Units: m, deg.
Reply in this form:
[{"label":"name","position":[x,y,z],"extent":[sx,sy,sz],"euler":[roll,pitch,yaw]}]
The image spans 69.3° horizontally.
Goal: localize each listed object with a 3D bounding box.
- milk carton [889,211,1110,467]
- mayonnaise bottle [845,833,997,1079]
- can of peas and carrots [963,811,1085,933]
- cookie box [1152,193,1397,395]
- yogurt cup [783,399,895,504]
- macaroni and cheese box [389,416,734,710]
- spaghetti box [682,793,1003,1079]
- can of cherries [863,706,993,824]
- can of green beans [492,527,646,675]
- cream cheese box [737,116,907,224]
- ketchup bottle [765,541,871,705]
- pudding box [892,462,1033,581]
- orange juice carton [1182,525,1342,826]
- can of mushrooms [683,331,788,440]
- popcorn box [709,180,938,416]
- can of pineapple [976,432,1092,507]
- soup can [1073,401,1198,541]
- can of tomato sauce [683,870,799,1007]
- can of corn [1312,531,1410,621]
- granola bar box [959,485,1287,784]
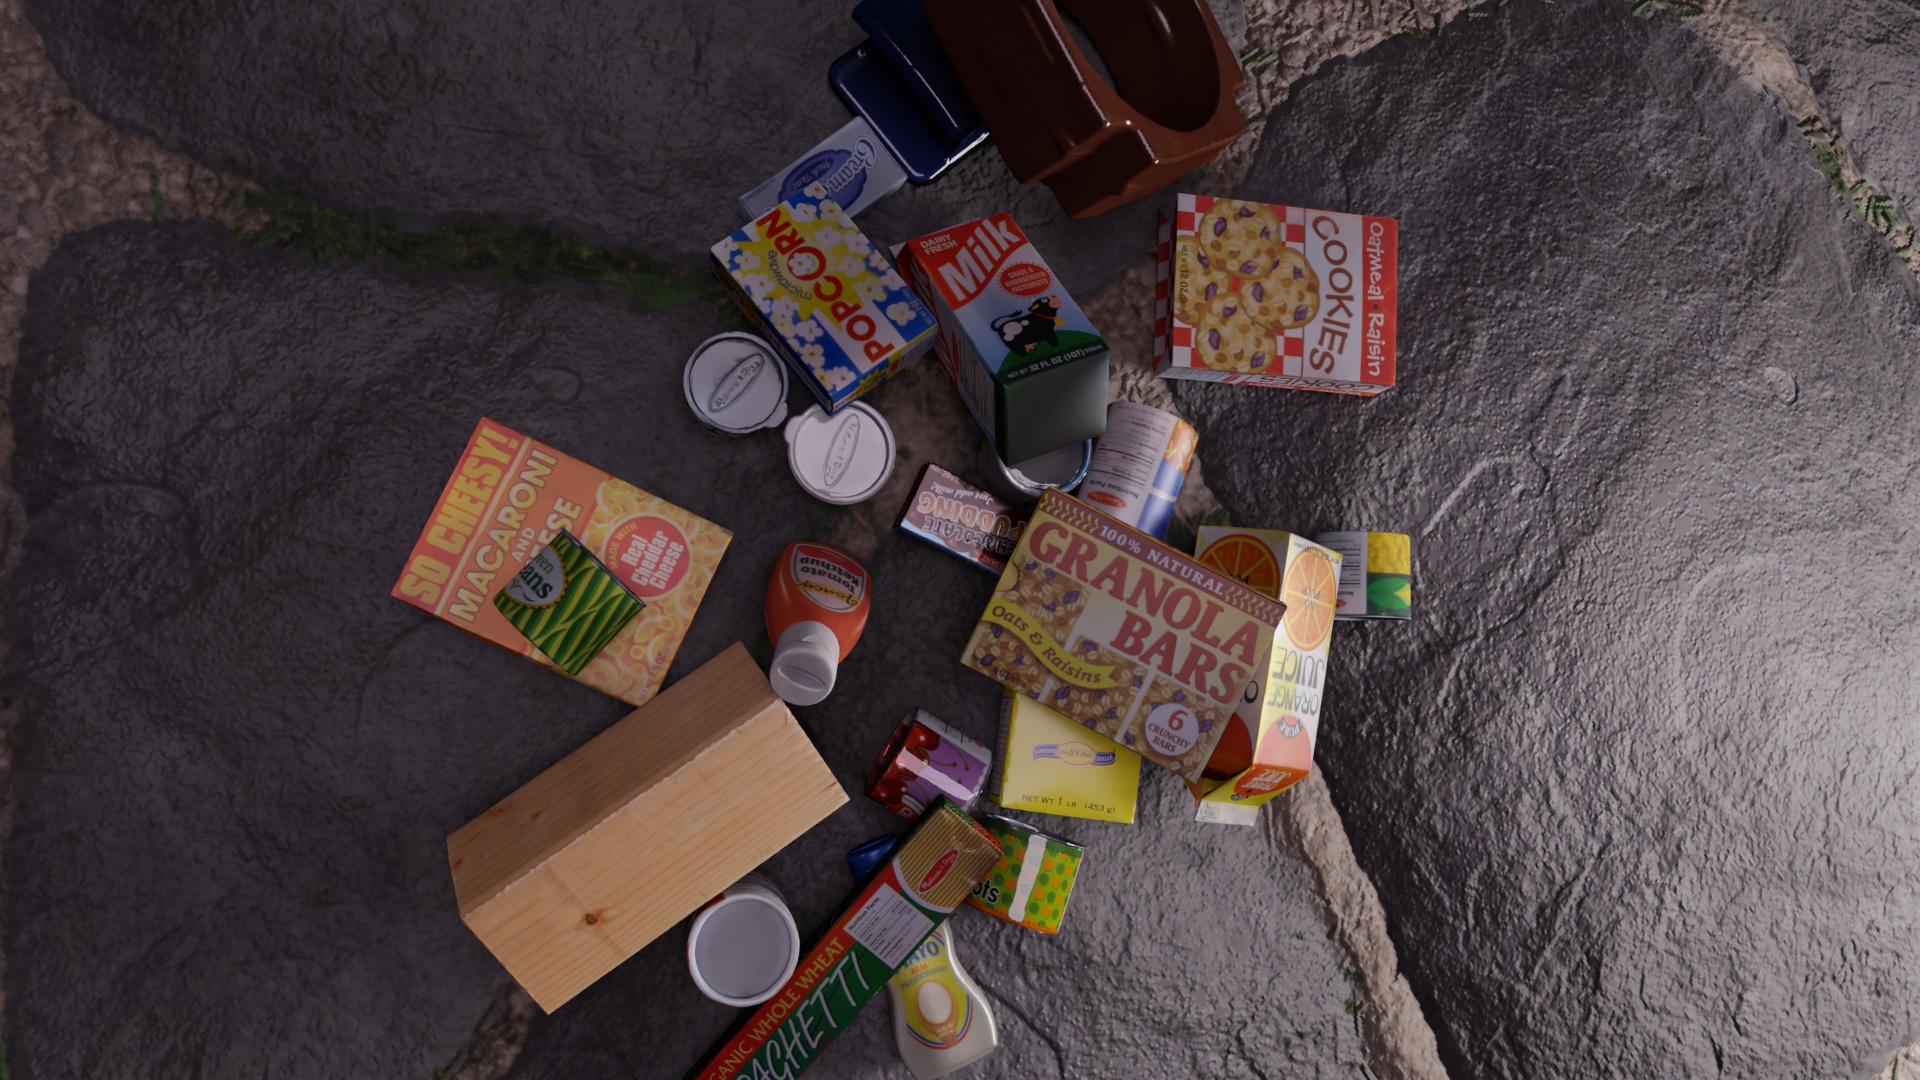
[{"label":"milk carton","position":[0.021,-0.144,0.890],"extent":[0.072,0.073,0.191],"euler":[-20,52,-13]},{"label":"mayonnaise bottle","position":[-0.030,0.262,0.883],"extent":[0.065,0.041,0.148],"euler":[-22,90,-8]},{"label":"can of peas and carrots","position":[0.038,0.212,0.889],"extent":[0.071,0.071,0.059],"euler":[20,82,-10]},{"label":"cookie box","position":[0.223,-0.171,0.977],"extent":[0.168,0.040,0.123],"euler":[4,84,-12]},{"label":"yogurt cup","position":[-0.079,-0.055,0.894],"extent":[0.072,0.054,0.072],"euler":[1,85,-12]},{"label":"macaroni and cheese box","position":[-0.243,0.016,0.860],"extent":[0.166,0.040,0.124],"euler":[26,81,-9]},{"label":"spaghetti box","position":[-0.075,0.262,0.847],"extent":[0.050,0.029,0.250],"euler":[41,94,-6]},{"label":"can of cherries","position":[-0.022,0.150,0.882],"extent":[0.058,0.071,0.071],"euler":[32,80,-8]},{"label":"can of green beans","position":[-0.227,0.036,0.806],"extent":[0.071,0.071,0.058],"euler":[45,80,-5]},{"label":"cream cheese box","position":[-0.092,-0.231,0.923],"extent":[0.104,0.024,0.053],"euler":[-39,95,-13]},{"label":"ketchup bottle","position":[-0.088,0.050,0.835],"extent":[0.065,0.149,0.043],"euler":[23,109,-10]},{"label":"pudding box","position":[0.003,-0.012,0.921],"extent":[0.084,0.030,0.050],"euler":[27,81,-8]},{"label":"orange juice carton","position":[0.191,0.092,0.918],"extent":[0.072,0.073,0.193],"euler":[18,80,-45]},{"label":"can of mushrooms","position":[-0.143,-0.097,0.895],"extent":[0.071,0.033,0.071],"euler":[1,84,-12]},{"label":"popcorn box","position":[-0.086,-0.151,0.868],"extent":[0.085,0.038,0.127],"euler":[-37,79,-15]},{"label":"can of pineapple","position":[0.050,-0.059,0.921],"extent":[0.071,0.058,0.071],"euler":[1,85,-12]},{"label":"soup can","position":[0.116,-0.041,0.932],"extent":[0.071,0.071,0.084],"euler":[23,80,-9]},{"label":"can of tomato sauce","position":[-0.134,0.241,0.841],"extent":[0.071,0.083,0.071],"euler":[1,85,-12]},{"label":"can of corn","position":[0.278,0.025,0.959],"extent":[0.071,0.071,0.058],"euler":[3,84,-12]},{"label":"granola bar box","position":[0.100,0.057,0.865],"extent":[0.165,0.039,0.124],"euler":[27,94,5]}]
